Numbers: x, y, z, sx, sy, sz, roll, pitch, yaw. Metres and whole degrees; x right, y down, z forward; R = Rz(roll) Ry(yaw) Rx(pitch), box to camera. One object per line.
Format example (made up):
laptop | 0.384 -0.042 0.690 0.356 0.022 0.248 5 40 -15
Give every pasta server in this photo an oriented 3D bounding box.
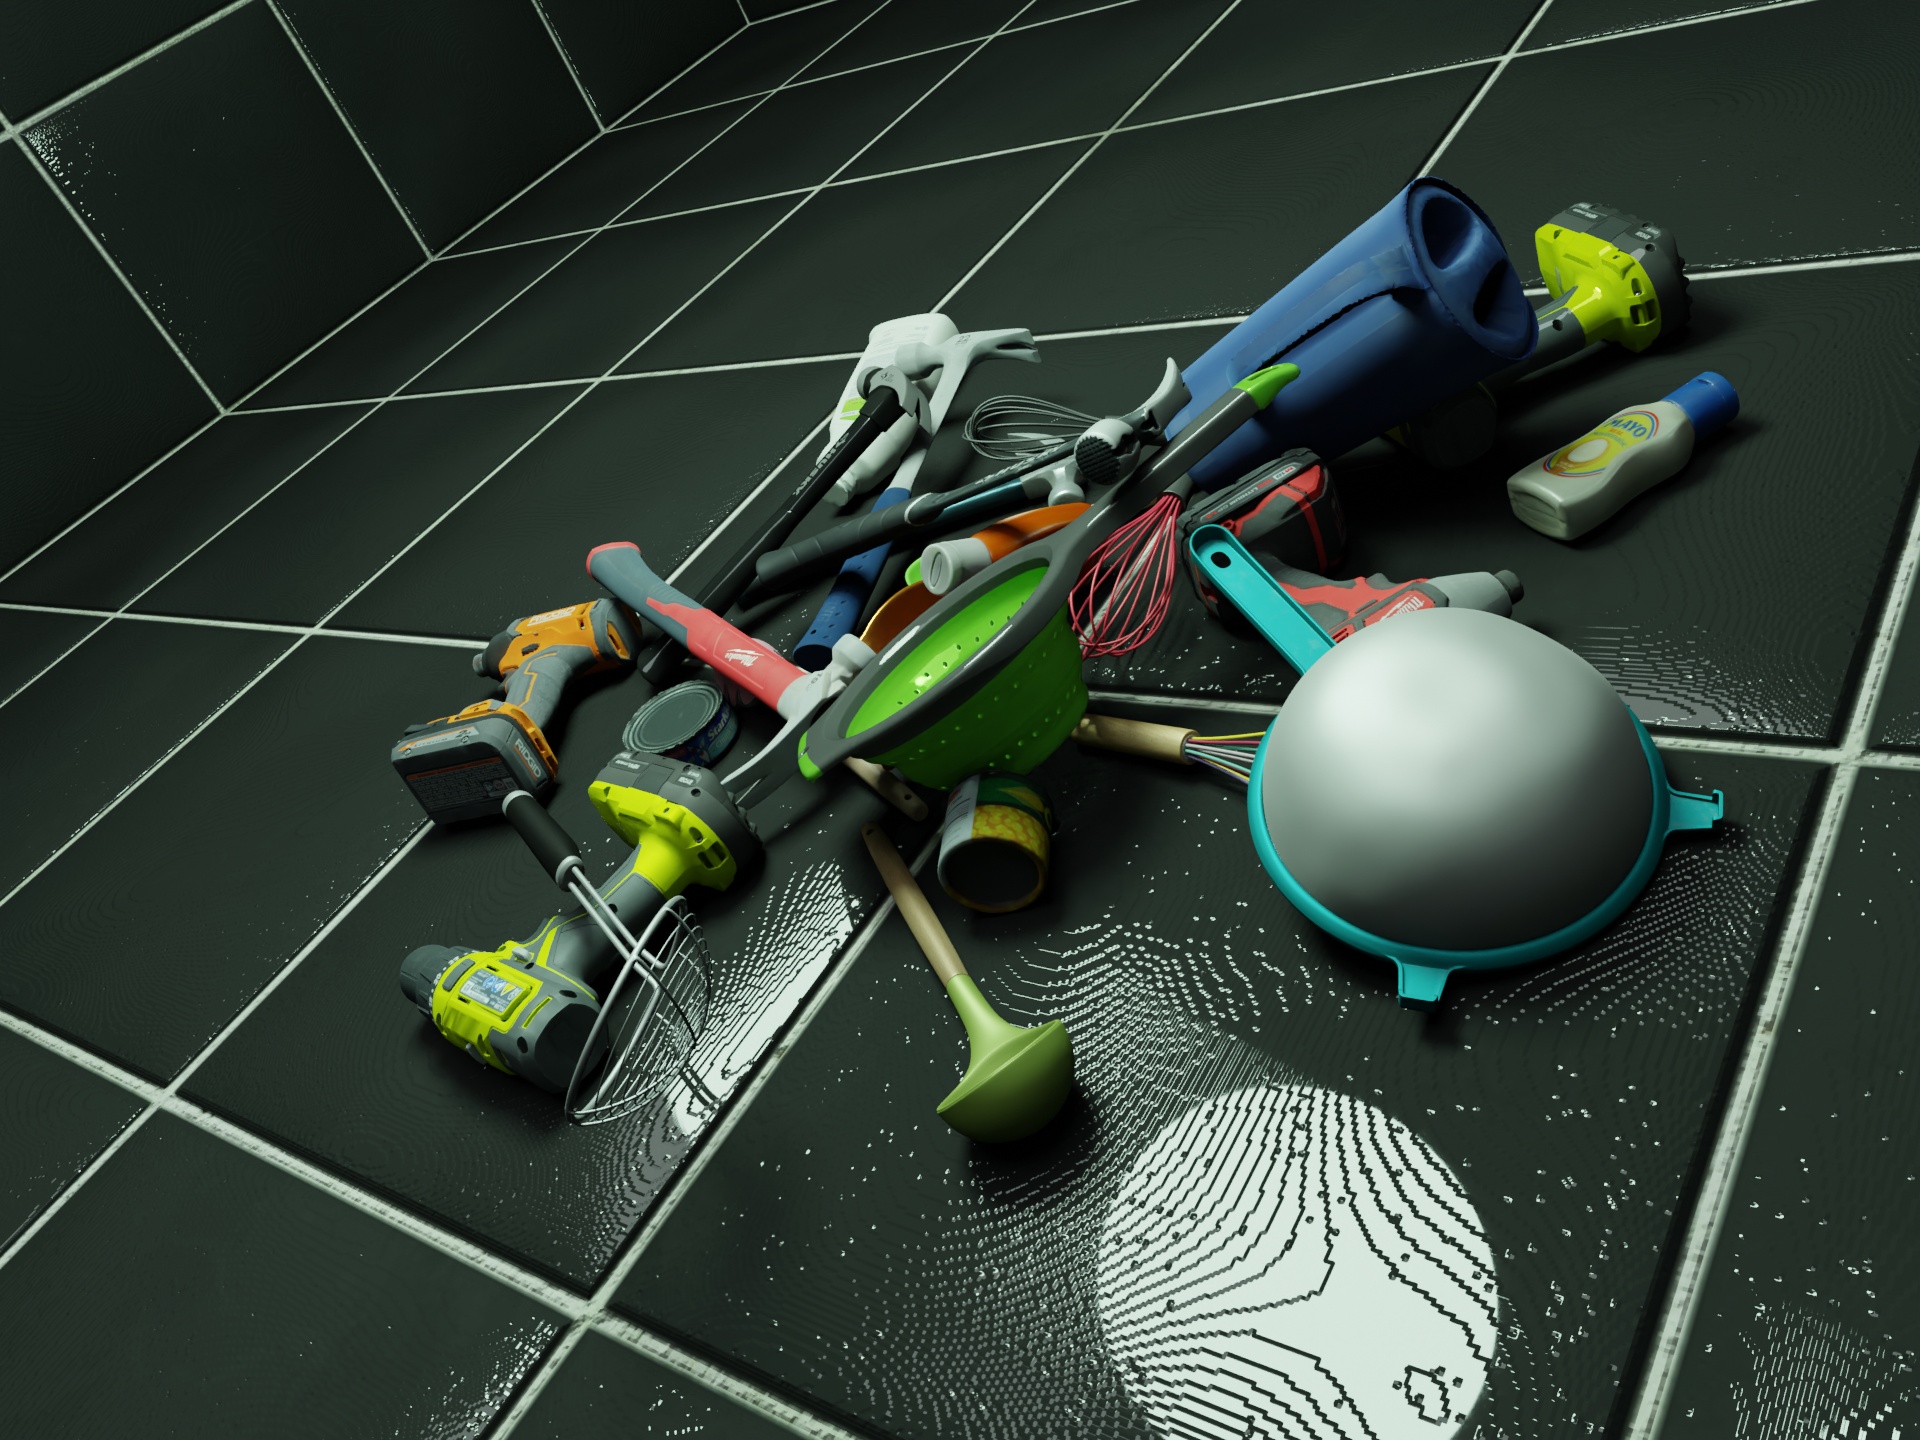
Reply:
pasta server | -0.106 0.005 1.172 0.060 0.040 0.316 -37 39 -14

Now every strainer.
strainer | 0.218 -0.026 0.843 0.211 0.095 0.341 -30 51 -7

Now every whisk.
whisk | 0.154 0.023 0.955 0.051 0.047 0.245 -37 29 -31
whisk | 0.119 -0.233 1.277 0.239 0.055 0.055 3 41 11
whisk | 0.145 -0.145 1.149 0.073 0.073 0.296 0 42 35

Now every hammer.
hammer | -0.010 -0.160 1.136 0.409 0.036 0.149 -15 22 44
hammer | -0.150 -0.159 1.324 0.335 0.035 0.146 -49 28 -1
hammer | -0.045 -0.196 1.322 0.144 0.035 0.406 -4 46 29
hammer | -0.212 -0.057 1.233 0.143 0.038 0.387 -48 41 -10
hammer | -0.053 -0.164 1.350 0.331 0.033 0.128 -18 36 14

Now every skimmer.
skimmer | -0.236 0.109 0.935 0.364 0.090 0.127 33 102 53

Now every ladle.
ladle | -0.015 0.130 0.914 0.078 0.062 0.320 -36 31 -1

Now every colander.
colander | 0.076 -0.069 1.007 0.397 0.094 0.205 -40 15 2

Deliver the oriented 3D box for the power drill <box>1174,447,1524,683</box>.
power drill | 0.242 -0.085 1.008 0.143 0.078 0.220 -30 37 -4

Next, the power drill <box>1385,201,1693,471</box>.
power drill | 0.395 -0.283 1.164 0.223 0.080 0.171 -31 35 1

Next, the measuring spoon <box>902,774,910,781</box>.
measuring spoon | -0.002 -0.004 1.114 0.034 0.018 0.124 14 52 45

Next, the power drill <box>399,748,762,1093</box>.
power drill | -0.260 0.128 1.066 0.191 0.080 0.228 11 52 43

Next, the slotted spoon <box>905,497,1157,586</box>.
slotted spoon | 0.107 -0.159 1.240 0.314 0.031 0.070 -22 40 4

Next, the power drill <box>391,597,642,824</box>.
power drill | -0.379 -0.014 1.337 0.164 0.084 0.227 -11 33 24

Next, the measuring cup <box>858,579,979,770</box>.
measuring cup | -0.027 -0.022 1.131 0.095 0.052 0.174 -18 45 28
